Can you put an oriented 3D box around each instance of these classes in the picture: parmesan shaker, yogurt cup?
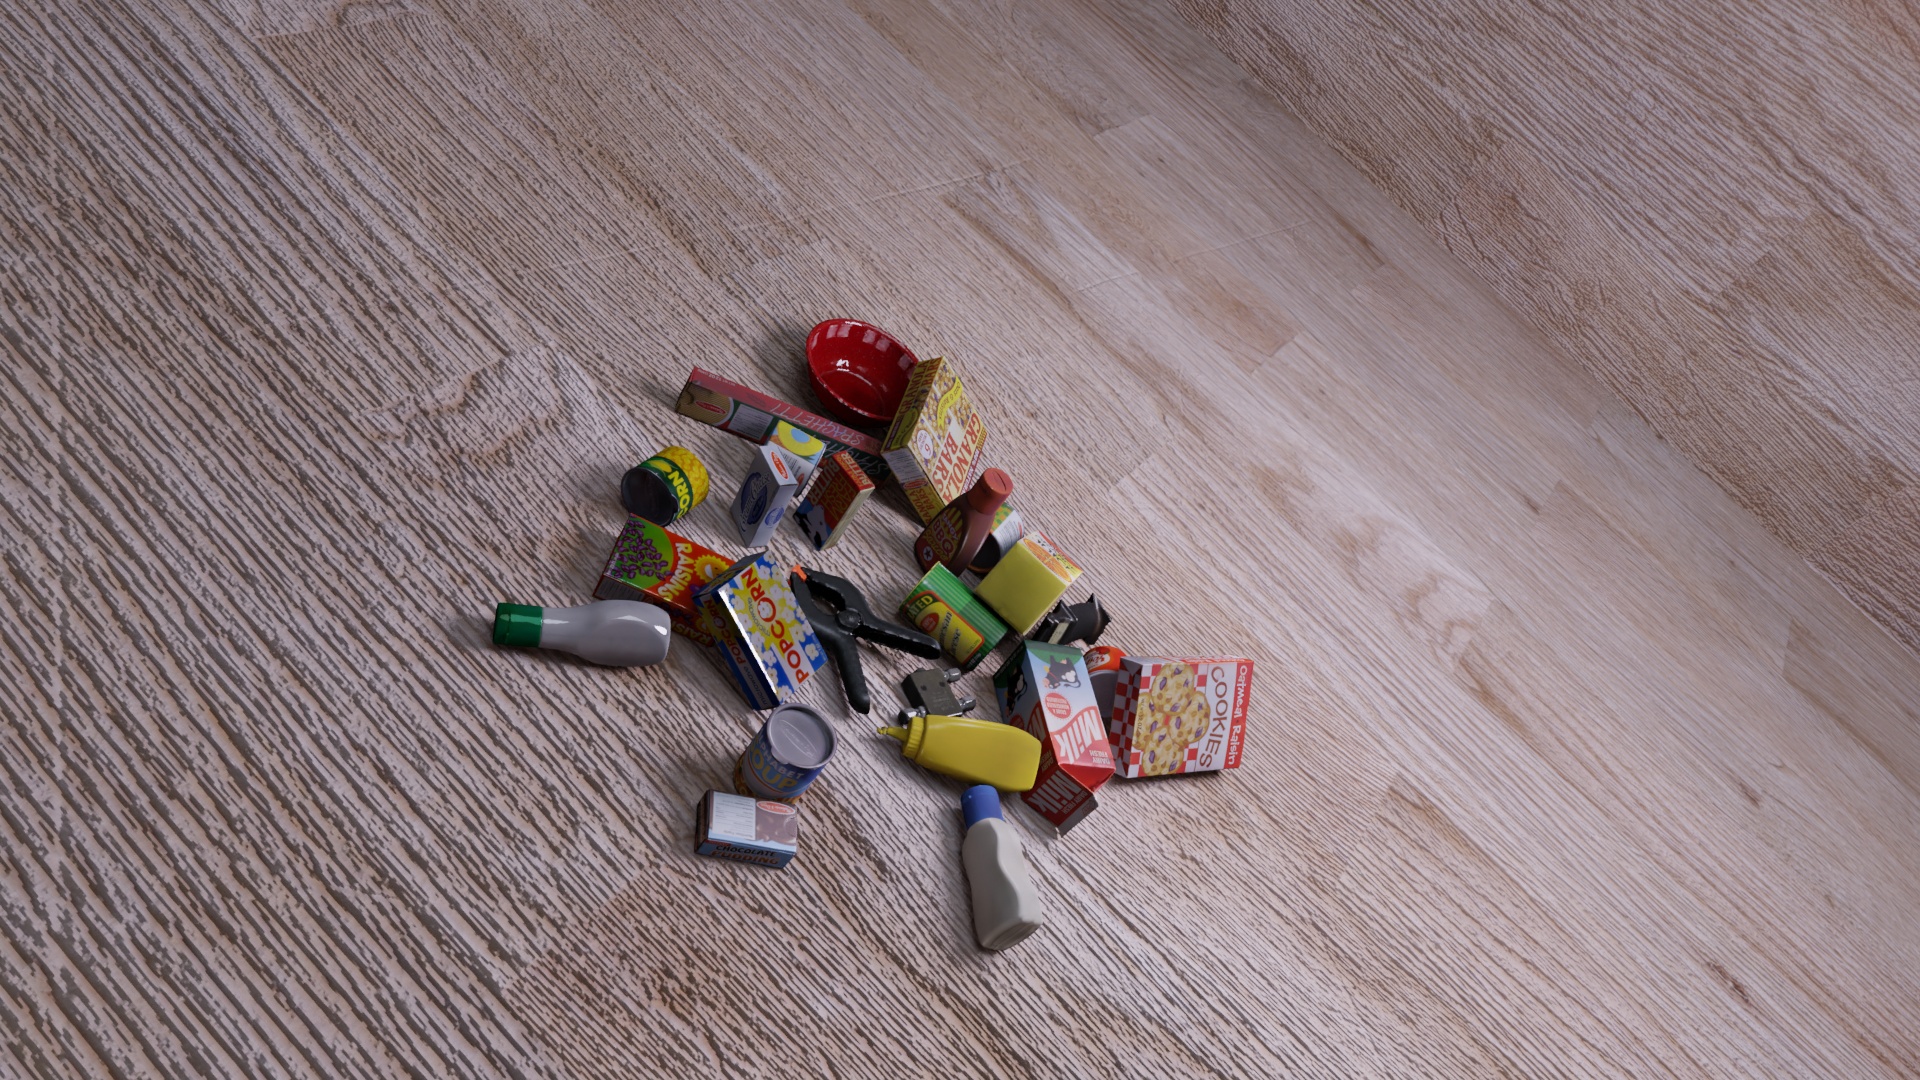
[{"bbox_3d":[-0.004,0.079,1.454,0.103,0.071,0.072,41,40,4],"label":"parmesan shaker"},{"bbox_3d":[0.158,0.152,1.511,0.072,0.072,0.054,26,33,-14],"label":"yogurt cup"}]

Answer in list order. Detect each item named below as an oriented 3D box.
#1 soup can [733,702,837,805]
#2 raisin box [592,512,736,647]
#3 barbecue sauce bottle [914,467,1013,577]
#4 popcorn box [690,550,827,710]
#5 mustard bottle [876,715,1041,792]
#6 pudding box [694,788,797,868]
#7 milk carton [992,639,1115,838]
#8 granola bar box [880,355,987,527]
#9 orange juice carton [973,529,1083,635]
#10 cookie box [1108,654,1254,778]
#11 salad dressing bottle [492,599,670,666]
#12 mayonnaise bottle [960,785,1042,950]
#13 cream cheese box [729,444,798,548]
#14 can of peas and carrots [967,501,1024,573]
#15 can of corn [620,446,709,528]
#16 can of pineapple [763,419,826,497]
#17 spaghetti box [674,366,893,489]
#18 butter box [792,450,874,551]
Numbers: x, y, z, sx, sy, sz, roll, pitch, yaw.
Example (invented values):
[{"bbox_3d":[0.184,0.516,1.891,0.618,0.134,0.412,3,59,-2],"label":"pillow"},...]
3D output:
[{"bbox_3d":[-0.157,0.194,1.224,0.071,0.083,0.072,20,43,-20],"label":"soup can"},{"bbox_3d":[-0.275,0.037,1.321,0.123,0.040,0.086,26,40,-14],"label":"raisin box"},{"bbox_3d":[0.005,-0.019,1.494,0.044,0.147,0.065,-5,56,-40],"label":"barbecue sauce bottle"},{"bbox_3d":[-0.186,0.084,1.301,0.085,0.038,0.126,-43,111,-51],"label":"popcorn box"},{"bbox_3d":[-0.004,0.200,1.347,0.160,0.048,0.065,16,76,-8],"label":"mustard bottle"},{"bbox_3d":[-0.183,0.248,1.194,0.084,0.030,0.050,16,44,-24],"label":"pudding box"},{"bbox_3d":[0.098,0.201,1.412,0.073,0.072,0.191,11,47,-28],"label":"milk carton"},{"bbox_3d":[-0.026,-0.112,1.586,0.123,0.039,0.166,59,33,-34],"label":"granola bar box"},{"bbox_3d":[0.080,0.041,1.518,0.072,0.073,0.193,42,11,5],"label":"orange juice carton"},{"bbox_3d":[0.239,0.187,1.497,0.168,0.122,0.040,3,7,-35],"label":"cookie box"},{"bbox_3d":[-0.333,0.079,1.225,0.148,0.064,0.044,7,37,-22],"label":"salad dressing bottle"},{"bbox_3d":[0.032,0.298,1.283,0.041,0.064,0.149,24,36,-36],"label":"mayonnaise bottle"},{"bbox_3d":[-0.199,-0.044,1.403,0.024,0.103,0.053,-9,57,-36],"label":"cream cheese box"},{"bbox_3d":[0.028,-0.005,1.564,0.071,0.070,0.059,40,40,3],"label":"can of peas and carrots"},{"bbox_3d":[-0.289,-0.053,1.372,0.071,0.070,0.058,42,39,5],"label":"can of corn"},{"bbox_3d":[-0.184,-0.088,1.486,0.058,0.070,0.071,28,41,-11],"label":"can of pineapple"},{"bbox_3d":[-0.187,-0.121,1.526,0.250,0.050,0.029,21,44,-19],"label":"spaghetti box"},{"bbox_3d":[-0.133,-0.041,1.449,0.024,0.103,0.053,-22,66,-47],"label":"butter box"}]
